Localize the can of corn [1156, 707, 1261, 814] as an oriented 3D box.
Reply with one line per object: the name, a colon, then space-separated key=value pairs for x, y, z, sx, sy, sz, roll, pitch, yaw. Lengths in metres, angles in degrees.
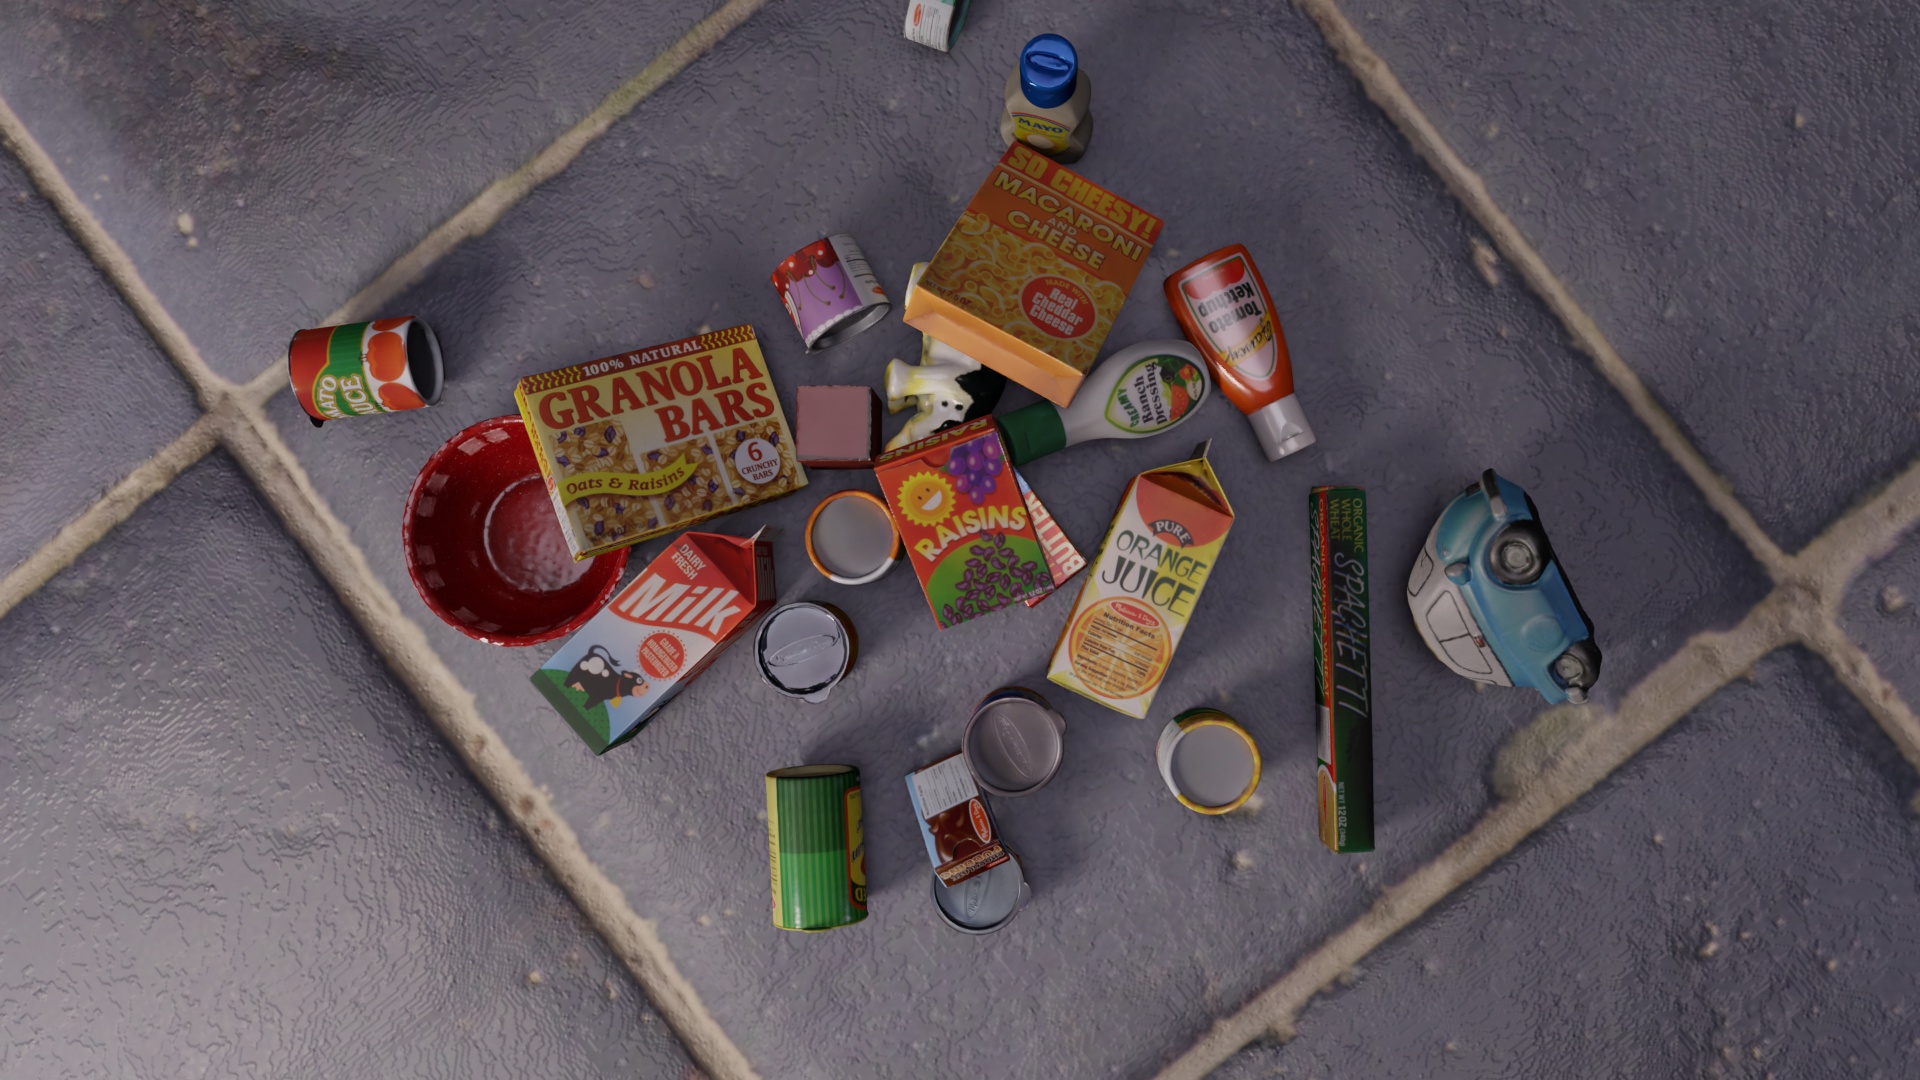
can of corn: x=0.173 y=0.151 z=0.954 sx=0.071 sy=0.058 sz=0.071 roll=0 pitch=89 yaw=3

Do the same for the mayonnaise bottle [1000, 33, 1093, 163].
mayonnaise bottle: x=0.058 y=-0.293 z=0.926 sx=0.065 sy=0.148 sz=0.041 roll=16 pitch=90 yaw=3

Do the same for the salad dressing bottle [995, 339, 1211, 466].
salad dressing bottle: x=0.097 y=-0.092 z=0.954 sx=0.148 sy=0.044 sz=0.064 roll=-22 pitch=113 yaw=-12

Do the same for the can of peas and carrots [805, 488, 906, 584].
can of peas and carrots: x=-0.073 y=-0.004 z=0.970 sx=0.071 sy=0.059 sz=0.071 roll=0 pitch=89 yaw=2

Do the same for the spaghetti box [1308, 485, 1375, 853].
spaghetti box: x=0.262 y=0.086 z=0.955 sx=0.029 sy=0.050 sz=0.250 roll=-1 pitch=88 yaw=1

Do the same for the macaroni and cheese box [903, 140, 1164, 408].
macaroni and cheese box: x=0.052 y=-0.182 z=0.933 sx=0.124 sy=0.040 sz=0.167 roll=28 pitch=54 yaw=0

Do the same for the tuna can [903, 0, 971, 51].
tuna can: x=-0.013 y=-0.381 z=0.974 sx=0.033 sy=0.071 sz=0.071 roll=20 pitch=90 yaw=2

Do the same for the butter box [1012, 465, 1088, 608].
butter box: x=0.040 y=-0.008 z=0.981 sx=0.053 sy=0.024 sz=0.103 roll=-36 pitch=87 yaw=2

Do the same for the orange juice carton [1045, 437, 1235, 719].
orange juice carton: x=0.129 y=0.019 z=0.953 sx=0.073 sy=0.072 sz=0.192 roll=24 pitch=90 yaw=3

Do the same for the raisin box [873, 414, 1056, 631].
raisin box: x=0.003 y=-0.012 z=0.930 sx=0.086 sy=0.040 sz=0.123 roll=-19 pitch=109 yaw=6

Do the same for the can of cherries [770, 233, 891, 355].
can of cherries: x=-0.093 y=-0.172 z=0.972 sx=0.071 sy=0.071 sz=0.058 roll=-29 pitch=88 yaw=2

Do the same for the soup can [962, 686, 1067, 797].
soup can: x=0.039 y=0.134 z=0.948 sx=0.071 sy=0.084 sz=0.071 roll=0 pitch=89 yaw=3

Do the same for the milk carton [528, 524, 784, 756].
milk carton: x=-0.197 y=0.056 z=0.967 sx=0.190 sy=0.072 sz=0.073 roll=-43 pitch=87 yaw=1

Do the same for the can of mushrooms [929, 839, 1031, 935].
can of mushrooms: x=0.015 y=0.240 z=0.972 sx=0.071 sy=0.033 sz=0.071 roll=0 pitch=88 yaw=3

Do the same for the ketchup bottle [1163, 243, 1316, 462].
ketchup bottle: x=0.199 y=-0.128 z=0.967 sx=0.065 sy=0.043 sz=0.149 roll=-25 pitch=88 yaw=0

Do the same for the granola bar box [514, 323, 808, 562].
granola bar box: x=-0.203 y=-0.069 z=0.951 sx=0.166 sy=0.039 sz=0.124 roll=-19 pitch=86 yaw=-27

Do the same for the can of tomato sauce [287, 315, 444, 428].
can of tomato sauce: x=-0.420 y=-0.121 z=0.985 sx=0.083 sy=0.071 sz=0.071 roll=-7 pitch=88 yaw=2

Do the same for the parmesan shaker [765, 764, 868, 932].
parmesan shaker: x=-0.099 y=0.210 z=0.959 sx=0.071 sy=0.071 sz=0.103 roll=-3 pitch=88 yaw=3

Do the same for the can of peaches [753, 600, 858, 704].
can of peaches: x=-0.106 y=0.077 z=0.970 sx=0.071 sy=0.058 sz=0.071 roll=0 pitch=89 yaw=2

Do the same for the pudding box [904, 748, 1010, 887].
pudding box: x=-0.003 y=0.190 z=0.952 sx=0.050 sy=0.030 sz=0.084 roll=-25 pitch=45 yaw=1
